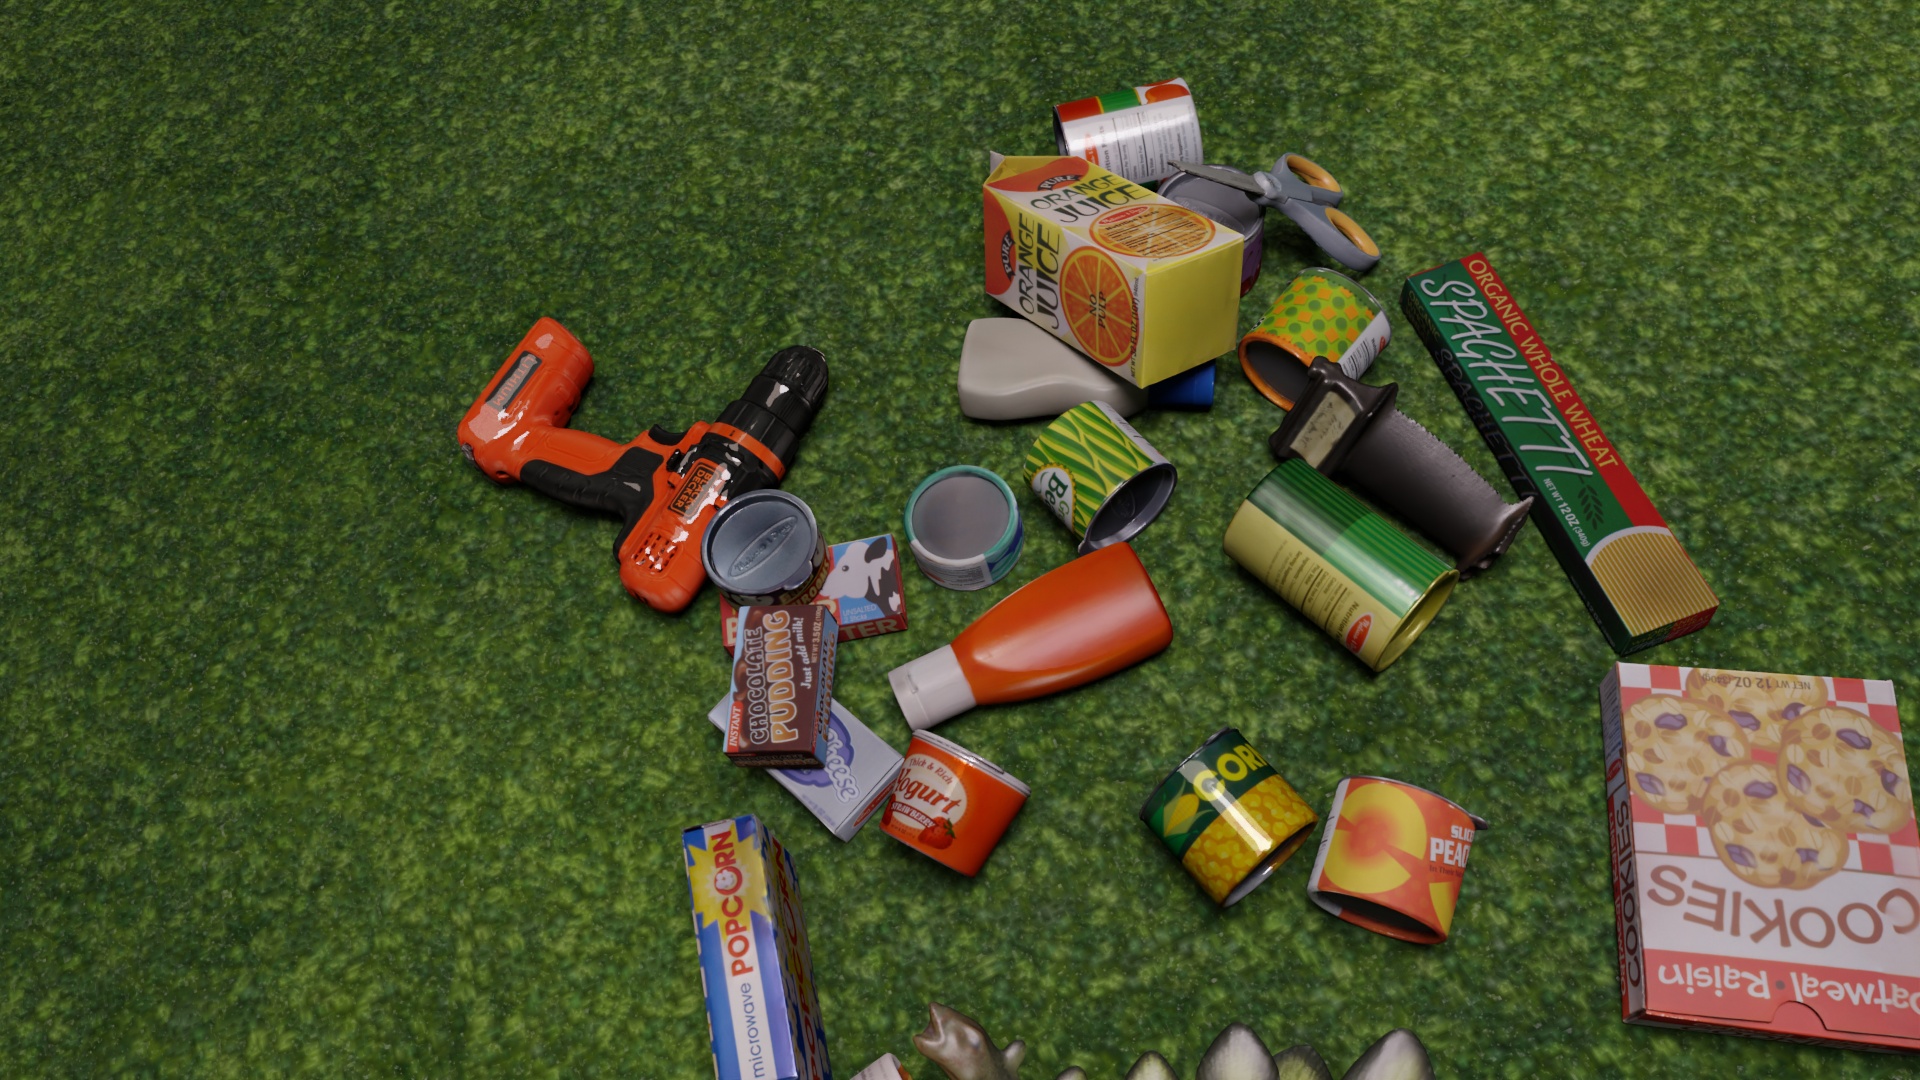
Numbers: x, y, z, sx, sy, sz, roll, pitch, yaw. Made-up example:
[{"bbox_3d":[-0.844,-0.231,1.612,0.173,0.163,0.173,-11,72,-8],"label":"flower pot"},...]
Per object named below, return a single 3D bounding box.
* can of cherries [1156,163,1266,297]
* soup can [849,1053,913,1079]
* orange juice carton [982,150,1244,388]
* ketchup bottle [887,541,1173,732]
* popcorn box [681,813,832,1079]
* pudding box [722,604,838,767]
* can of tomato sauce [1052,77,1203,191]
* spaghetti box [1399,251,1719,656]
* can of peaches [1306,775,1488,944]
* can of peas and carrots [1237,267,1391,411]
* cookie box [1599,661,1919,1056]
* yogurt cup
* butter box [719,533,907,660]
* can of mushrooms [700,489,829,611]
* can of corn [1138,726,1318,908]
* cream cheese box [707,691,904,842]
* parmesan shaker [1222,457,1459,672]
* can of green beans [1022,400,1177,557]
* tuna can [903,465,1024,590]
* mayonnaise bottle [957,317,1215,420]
[{"bbox_3d":[0.148,-0.183,0.843,0.071,0.058,0.072,-3,63,7],"label":"can of cherries"},{"bbox_3d":[-0.047,0.287,0.629,0.084,0.071,0.071,-34,63,-9],"label":"soup can"},{"bbox_3d":[0.073,-0.168,0.813,0.073,0.071,0.193,-24,41,-25],"label":"orange juice carton"},{"bbox_3d":[0.035,0.057,0.746,0.149,0.043,0.065,-24,61,-3],"label":"ketchup bottle"},{"bbox_3d":[-0.097,0.205,0.667,0.038,0.085,0.127,-16,61,0],"label":"popcorn box"},{"bbox_3d":[-0.095,0.077,0.736,0.050,0.030,0.084,-2,63,10],"label":"pudding box"},{"bbox_3d":[0.105,-0.253,0.883,0.083,0.071,0.071,-13,62,2],"label":"can of tomato sauce"},{"bbox_3d":[0.321,-0.056,0.764,0.050,0.028,0.251,-20,62,-2],"label":"spaghetti box"},{"bbox_3d":[0.205,0.151,0.654,0.071,0.071,0.058,17,68,18],"label":"can of peaches"},{"bbox_3d":[0.200,-0.113,0.794,0.071,0.070,0.059,35,74,24],"label":"can of peas and carrots"},{"bbox_3d":[0.372,0.144,0.646,0.123,0.040,0.168,3,64,11],"label":"cookie box"},{"bbox_3d":[-0.005,0.134,0.702,0.072,0.072,0.054,24,77,20],"label":"yogurt cup"},{"bbox_3d":[-0.084,0.033,0.789,0.103,0.024,0.053,-12,61,3],"label":"butter box"},{"bbox_3d":[-0.106,0.009,0.771,0.071,0.033,0.071,-4,60,7],"label":"can of mushrooms"},{"bbox_3d":[0.132,0.134,0.675,0.071,0.071,0.058,-38,64,-10],"label":"can of corn"},{"bbox_3d":[-0.082,0.109,0.749,0.104,0.024,0.053,37,73,24],"label":"cream cheese box"},{"bbox_3d":[0.199,0.009,0.727,0.071,0.071,0.103,-42,64,-12],"label":"parmesan shaker"},{"bbox_3d":[0.077,-0.036,0.774,0.071,0.071,0.058,-37,63,-10],"label":"can of green beans"},{"bbox_3d":[0.003,-0.010,0.792,0.071,0.032,0.071,-4,63,8],"label":"tuna can"},{"bbox_3d":[0.075,-0.099,0.822,0.148,0.041,0.065,4,56,10],"label":"mayonnaise bottle"}]
